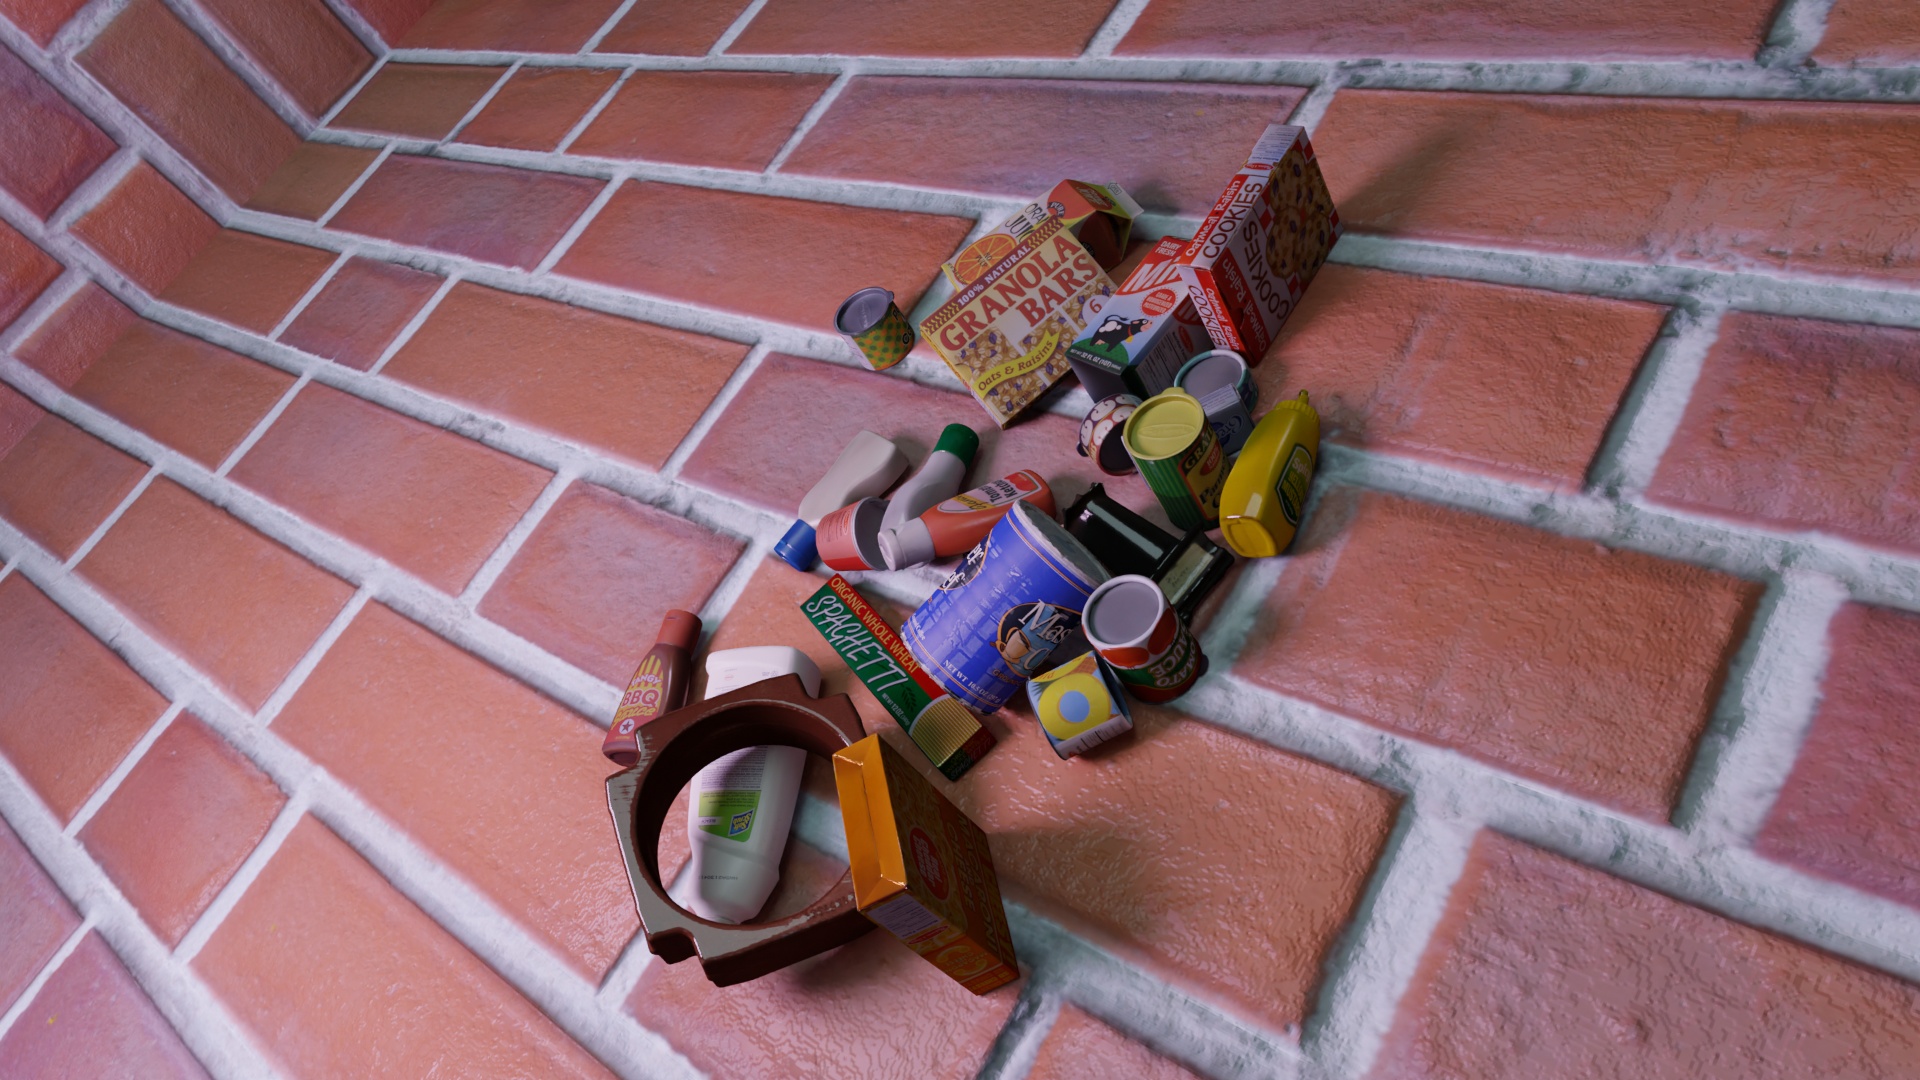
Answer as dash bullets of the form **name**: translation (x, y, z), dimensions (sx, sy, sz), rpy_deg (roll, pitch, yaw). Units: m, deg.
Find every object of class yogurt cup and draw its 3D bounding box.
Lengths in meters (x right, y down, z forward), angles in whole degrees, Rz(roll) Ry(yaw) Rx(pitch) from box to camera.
- **yogurt cup**: translation (-0.094, -0.002, 1.263), dimensions (0.054, 0.072, 0.073), rpy_deg (-12, 50, 35)

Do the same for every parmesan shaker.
- **parmesan shaker**: translation (0.180, -0.063, 1.110), dimensions (0.071, 0.102, 0.072), rpy_deg (-17, 49, 21)

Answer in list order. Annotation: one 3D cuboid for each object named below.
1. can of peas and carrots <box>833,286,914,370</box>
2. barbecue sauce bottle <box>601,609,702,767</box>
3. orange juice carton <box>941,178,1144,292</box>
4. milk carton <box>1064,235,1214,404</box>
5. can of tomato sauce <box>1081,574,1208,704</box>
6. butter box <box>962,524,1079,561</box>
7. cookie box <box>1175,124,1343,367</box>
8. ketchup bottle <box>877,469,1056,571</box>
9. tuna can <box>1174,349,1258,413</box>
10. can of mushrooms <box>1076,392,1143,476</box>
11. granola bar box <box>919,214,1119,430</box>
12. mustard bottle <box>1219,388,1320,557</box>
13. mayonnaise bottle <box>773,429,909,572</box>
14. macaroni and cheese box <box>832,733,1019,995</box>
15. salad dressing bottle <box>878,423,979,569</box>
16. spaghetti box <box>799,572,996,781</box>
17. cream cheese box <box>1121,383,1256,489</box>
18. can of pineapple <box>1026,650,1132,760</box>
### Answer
- **can of peas and carrots**: translation (-0.087, -0.220, 1.435), dimensions (0.071, 0.058, 0.071), rpy_deg (-17, 49, 20)
- **barbecue sauce bottle**: translation (-0.278, 0.135, 1.281), dimensions (0.065, 0.043, 0.149), rpy_deg (-6, 52, 30)
- **orange juice carton**: translation (0.087, -0.285, 1.369), dimensions (0.192, 0.072, 0.072), rpy_deg (-35, 44, 3)
- **milk carton**: translation (0.187, -0.203, 1.239), dimensions (0.191, 0.073, 0.072), rpy_deg (-50, 45, -12)
- **can of tomato sauce**: translation (0.138, 0.074, 1.040), dimensions (0.071, 0.083, 0.071), rpy_deg (-18, 48, 21)
- **butter box**: translation (0.052, 0.023, 1.178), dimensions (0.103, 0.024, 0.053), rpy_deg (-16, 49, 21)
- **cookie box**: translation (0.261, -0.253, 1.197), dimensions (0.040, 0.122, 0.168), rpy_deg (19, 67, 42)
- **ketchup bottle**: translation (0.004, -0.015, 1.186), dimensions (0.149, 0.043, 0.065), rpy_deg (-21, 27, -15)
- **tuna can**: translation (0.217, -0.128, 1.189), dimensions (0.071, 0.032, 0.071), rpy_deg (-17, 48, 20)
- **can of mushrooms**: translation (0.136, -0.088, 1.185), dimensions (0.071, 0.071, 0.033), rpy_deg (-36, 46, 2)
- **granola bar box**: translation (0.064, -0.203, 1.293), dimensions (0.165, 0.039, 0.124), rpy_deg (-40, 84, -1)
- **mustard bottle**: translation (0.251, -0.063, 1.095), dimensions (0.049, 0.065, 0.161), rpy_deg (2, 53, 38)
- **mayonnaise bottle**: translation (-0.117, -0.037, 1.321), dimensions (0.148, 0.041, 0.065), rpy_deg (-50, 44, -11)
- **macaroni and cheese box**: translation (-0.023, 0.226, 0.961), dimensions (0.040, 0.166, 0.124), rpy_deg (-27, 45, 12)
- **salad dressing bottle**: translation (-0.025, -0.043, 1.256), dimensions (0.044, 0.064, 0.148), rpy_deg (-8, 43, 39)
- **spaghetti box**: translation (-0.059, 0.109, 1.175), dimensions (0.050, 0.028, 0.251), rpy_deg (-42, 45, -5)
- **cream cheese box**: translation (0.192, -0.086, 1.156), dimensions (0.103, 0.053, 0.024), rpy_deg (-25, 44, 13)
- **can of pineapple**: translation (0.089, 0.122, 1.044), dimensions (0.058, 0.070, 0.071), rpy_deg (-27, 46, 10)
